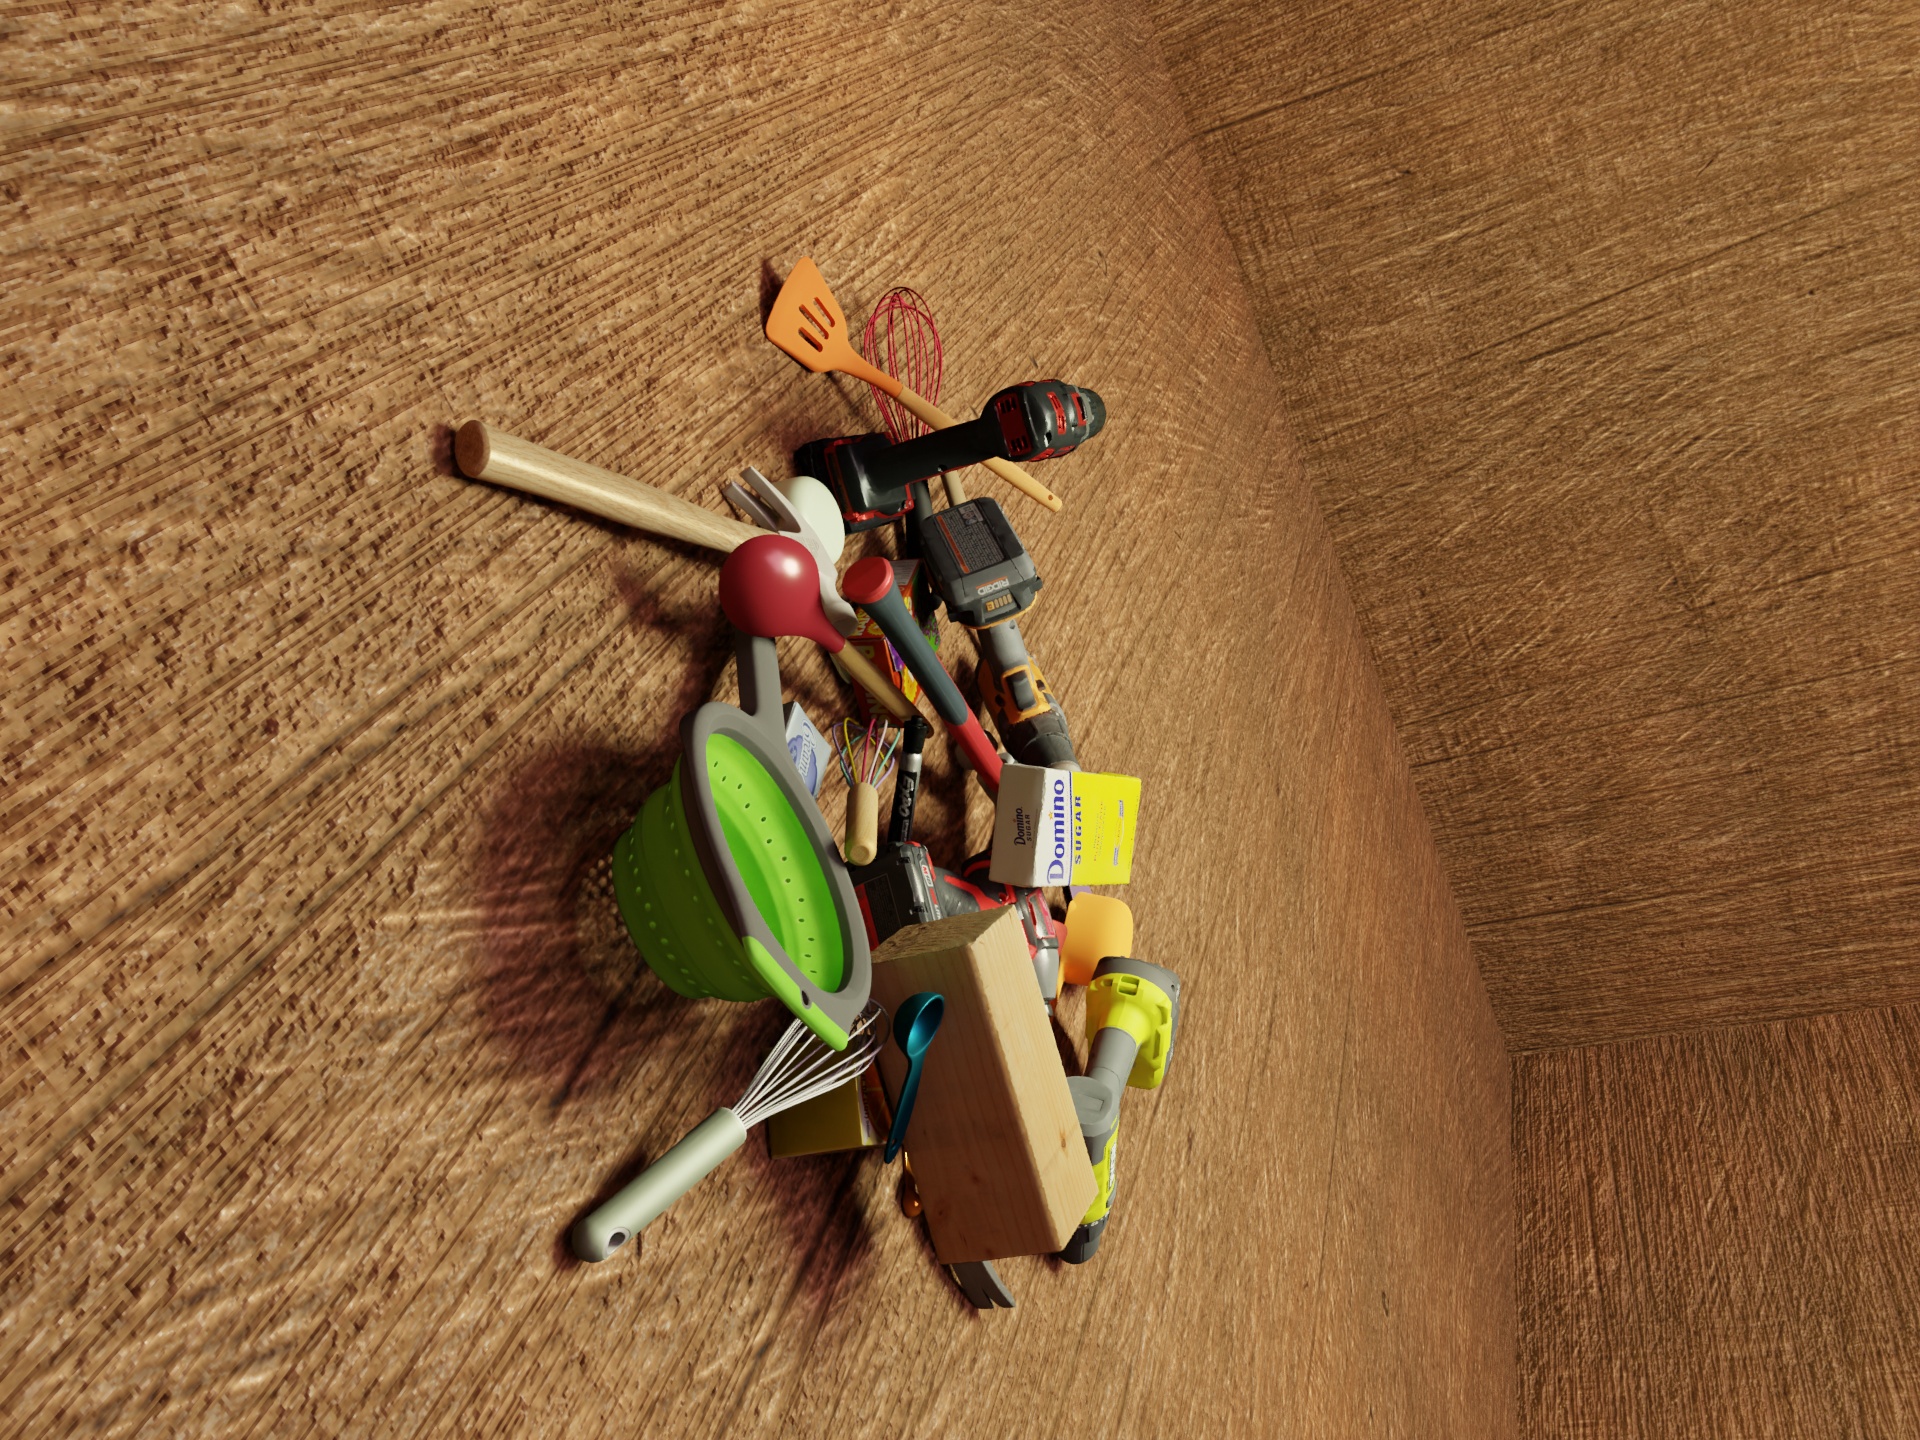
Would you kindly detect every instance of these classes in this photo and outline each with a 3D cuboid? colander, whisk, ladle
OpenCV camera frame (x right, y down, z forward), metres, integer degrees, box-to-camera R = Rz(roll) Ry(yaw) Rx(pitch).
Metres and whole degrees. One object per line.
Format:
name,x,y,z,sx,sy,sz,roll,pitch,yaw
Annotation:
colander,-0.154,0.046,1.008,0.204,0.094,0.398,55,14,-39
whisk,-0.128,0.230,0.922,0.246,0.059,0.057,-34,138,-43
whisk,-0.066,0.048,1.138,0.245,0.051,0.047,-97,178,-71
ladle,-0.080,-0.044,1.140,0.031,0.069,0.315,40,-2,29
whisk,-0.043,-0.242,1.411,0.073,0.073,0.296,4,78,-64

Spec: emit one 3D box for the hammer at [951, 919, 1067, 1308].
hammer,0.043,0.297,1.315,0.359,0.037,0.149,-67,142,-54

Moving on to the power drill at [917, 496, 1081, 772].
power drill,0.042,-0.053,1.349,0.186,0.084,0.226,-114,-176,-50

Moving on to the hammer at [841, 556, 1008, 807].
hammer,-0.002,-0.004,1.221,0.143,0.038,0.385,54,-2,30

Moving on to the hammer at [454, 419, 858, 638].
hammer,-0.192,-0.136,1.040,0.331,0.031,0.130,14,44,-57

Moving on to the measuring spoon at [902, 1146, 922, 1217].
measuring spoon,-0.034,0.309,1.182,0.021,0.011,0.117,41,42,-51

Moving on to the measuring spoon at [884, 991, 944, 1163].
measuring spoon,-0.039,0.223,0.997,0.042,0.021,0.128,-25,134,-56

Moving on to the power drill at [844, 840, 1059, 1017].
power drill,0.002,0.164,1.216,0.219,0.078,0.143,11,58,-57

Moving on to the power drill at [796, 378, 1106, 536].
power drill,0.003,-0.221,1.290,0.188,0.227,0.080,-31,105,-64

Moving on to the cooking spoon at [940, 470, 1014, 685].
cooking spoon,0.026,-0.107,1.471,0.069,0.017,0.318,-82,159,-52

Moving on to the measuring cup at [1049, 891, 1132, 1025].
measuring cup,0.118,0.236,1.473,0.174,0.052,0.095,-65,154,-44

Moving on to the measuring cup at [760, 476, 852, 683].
measuring cup,-0.103,-0.109,1.231,0.167,0.038,0.083,69,26,-12

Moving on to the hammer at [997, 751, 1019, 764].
hammer,0.029,0.175,1.361,0.127,0.034,0.337,60,29,-28

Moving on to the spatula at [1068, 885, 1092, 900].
spatula,0.089,0.103,1.543,0.315,0.018,0.060,67,24,-20

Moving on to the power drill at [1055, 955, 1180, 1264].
power drill,0.123,0.333,1.368,0.229,0.080,0.190,-58,153,-50

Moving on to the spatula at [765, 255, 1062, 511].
spatula,-0.031,-0.270,1.365,0.322,0.041,0.081,32,72,-26
